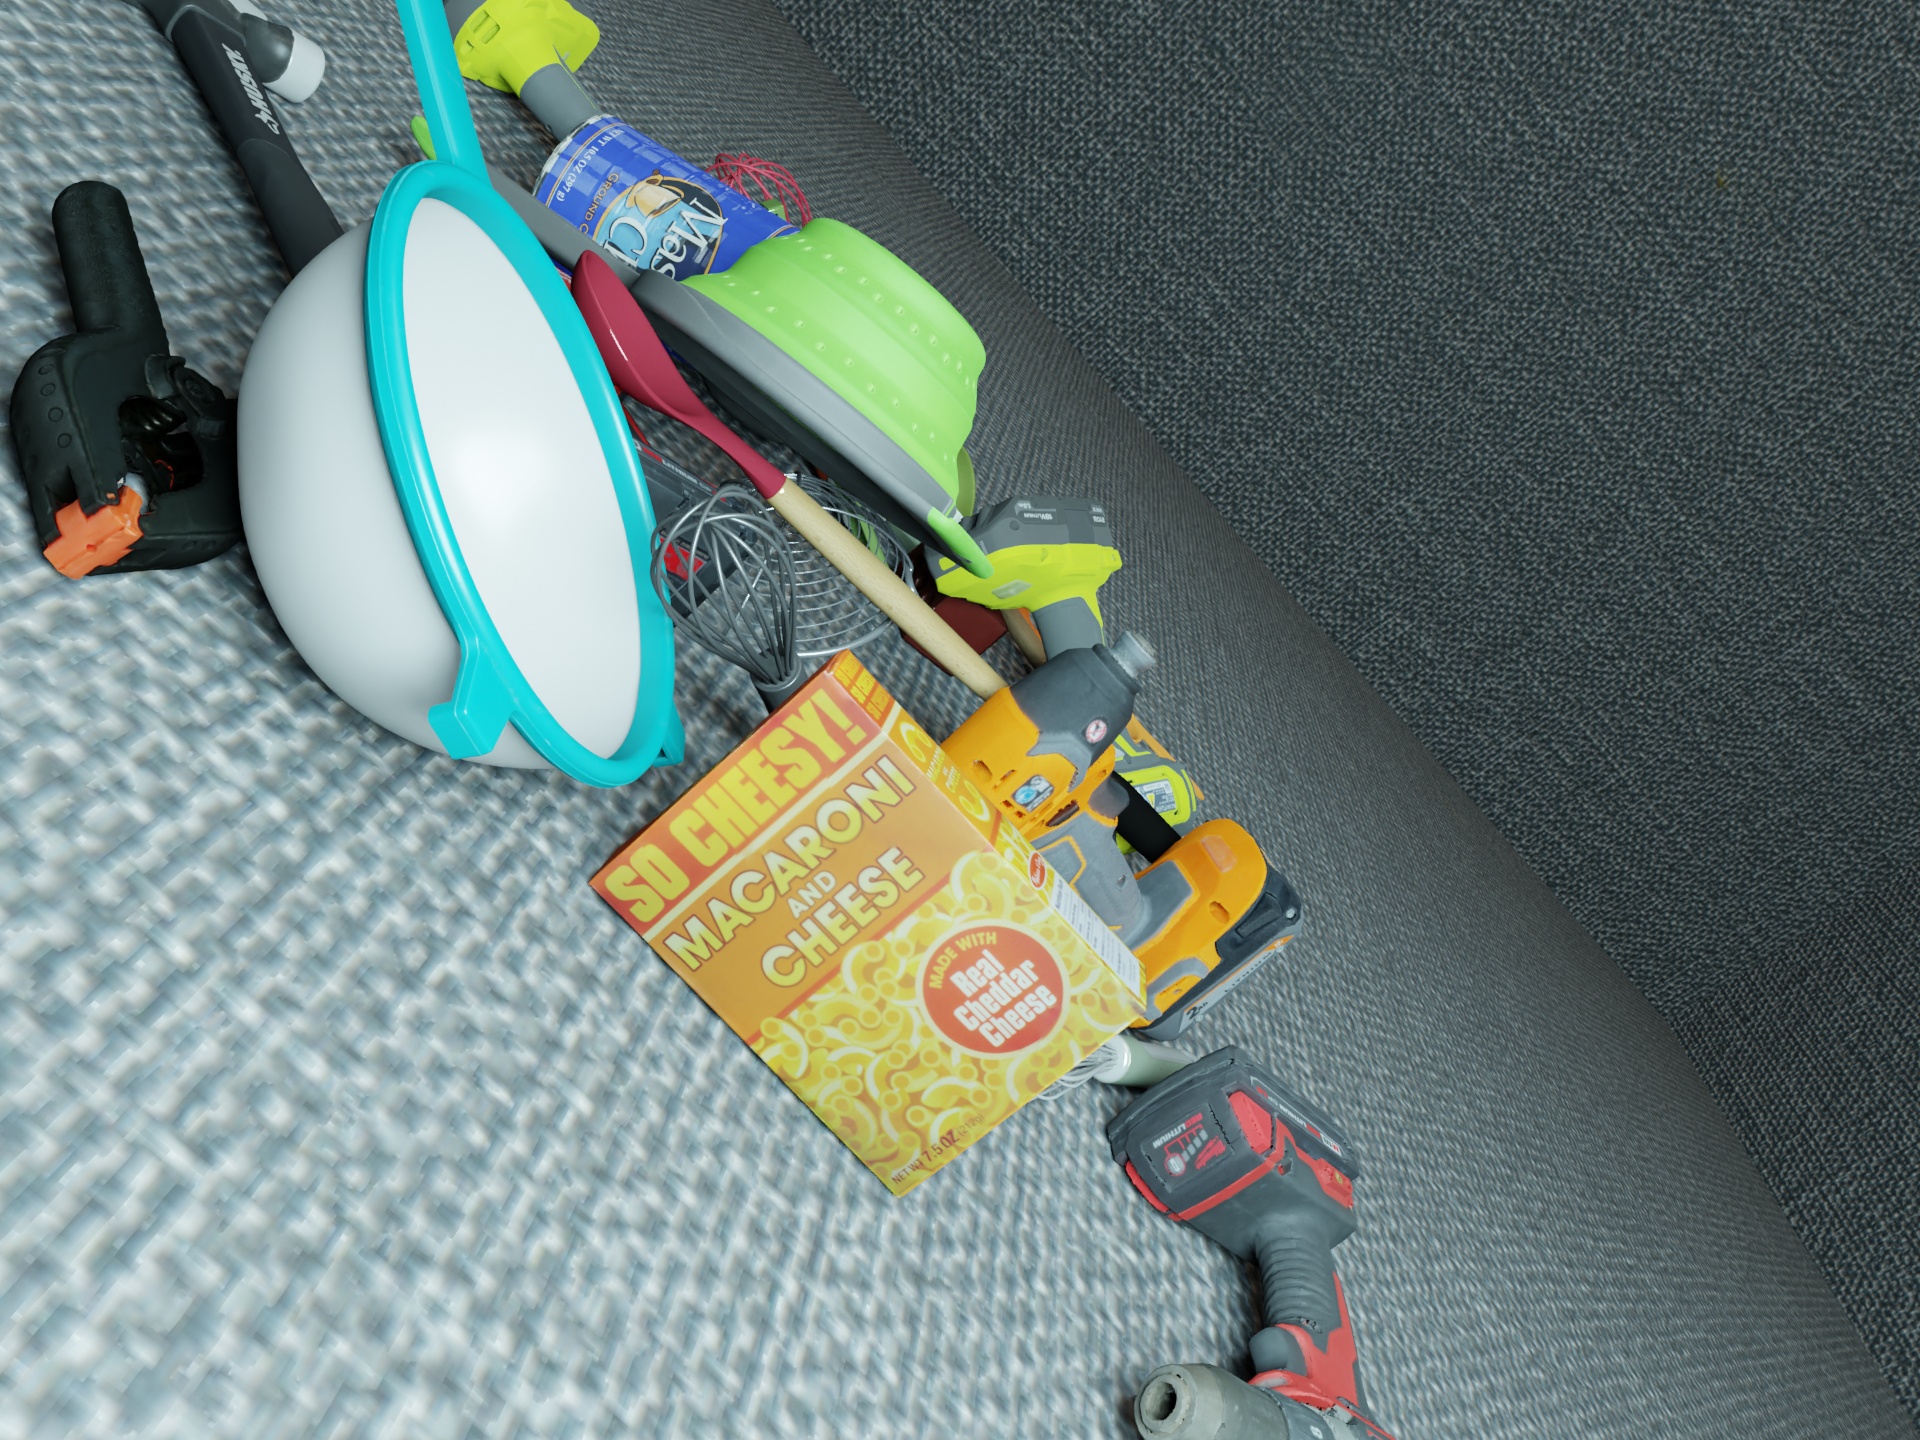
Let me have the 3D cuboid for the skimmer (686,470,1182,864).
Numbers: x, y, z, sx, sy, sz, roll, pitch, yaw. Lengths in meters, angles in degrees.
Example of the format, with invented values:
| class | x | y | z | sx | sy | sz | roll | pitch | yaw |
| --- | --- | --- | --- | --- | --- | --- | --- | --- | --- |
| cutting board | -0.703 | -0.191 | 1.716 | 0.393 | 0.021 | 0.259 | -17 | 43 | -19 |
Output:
| class | x | y | z | sx | sy | sz | roll | pitch | yaw |
| --- | --- | --- | --- | --- | --- | --- | --- | --- | --- |
| skimmer | -0.001 | -0.003 | 0.871 | 0.363 | 0.090 | 0.127 | 42 | 40 | -28 |

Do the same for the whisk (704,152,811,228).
| class | x | y | z | sx | sy | sz | roll | pitch | yaw |
| --- | --- | --- | --- | --- | --- | --- | --- | --- | --- |
| whisk | -0.122 | -0.317 | 1.171 | 0.073 | 0.073 | 0.295 | 57 | 0 | 20 |

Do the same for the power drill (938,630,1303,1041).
| class | x | y | z | sx | sy | sz | roll | pitch | yaw |
| --- | --- | --- | --- | --- | --- | --- | --- | --- | --- |
| power drill | 0.081 | 0.059 | 0.827 | 0.226 | 0.164 | 0.084 | 40 | 12 | -35 |

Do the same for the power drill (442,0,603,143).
| class | x | y | z | sx | sy | sz | roll | pitch | yaw |
| --- | --- | --- | --- | --- | --- | --- | --- | --- | --- |
| power drill | -0.250 | -0.411 | 1.120 | 0.228 | 0.080 | 0.190 | 53 | 18 | 1 |

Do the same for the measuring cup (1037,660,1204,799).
| class | x | y | z | sx | sy | sz | roll | pitch | yaw |
| --- | --- | --- | --- | --- | --- | --- | --- | --- | --- |
| measuring cup | 0.110 | 0.020 | 1.157 | 0.173 | 0.052 | 0.095 | 42 | 19 | -29 |

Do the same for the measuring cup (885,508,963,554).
| class | x | y | z | sx | sy | sz | roll | pitch | yaw |
| --- | --- | --- | --- | --- | --- | --- | --- | --- | --- |
| measuring cup | -0.028 | -0.148 | 1.085 | 0.083 | 0.038 | 0.167 | 45 | -11 | 25 |

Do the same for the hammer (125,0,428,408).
| class | x | y | z | sx | sy | sz | roll | pitch | yaw |
| --- | --- | --- | --- | --- | --- | --- | --- | --- | --- |
| hammer | -0.299 | -0.235 | 0.689 | 0.146 | 0.035 | 0.335 | 21 | 31 | -57 |

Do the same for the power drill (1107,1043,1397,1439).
| class | x | y | z | sx | sy | sz | roll | pitch | yaw |
| --- | --- | --- | --- | --- | --- | --- | --- | --- | --- |
| power drill | 0.129 | 0.256 | 0.696 | 0.187 | 0.080 | 0.227 | 39 | 24 | -29 |

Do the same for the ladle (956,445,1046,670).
| class | x | y | z | sx | sy | sz | roll | pitch | yaw |
| --- | --- | --- | --- | --- | --- | --- | --- | --- | --- |
| ladle | 0.054 | -0.075 | 1.208 | 0.320 | 0.062 | 0.078 | 56 | 33 | 9 |

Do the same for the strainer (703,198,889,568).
| class | x | y | z | sx | sy | sz | roll | pitch | yaw |
| --- | --- | --- | --- | --- | --- | --- | --- | --- | --- |
| strainer | -0.114 | -0.190 | 1.027 | 0.256 | 0.069 | 0.151 | 69 | -20 | 6 |

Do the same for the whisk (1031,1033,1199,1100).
| class | x | y | z | sx | sy | sz | roll | pitch | yaw |
| --- | --- | --- | --- | --- | --- | --- | --- | --- | --- |
| whisk | 0.069 | 0.164 | 0.782 | 0.058 | 0.059 | 0.246 | 28 | 0 | 32 |

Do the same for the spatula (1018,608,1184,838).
| class | x | y | z | sx | sy | sz | roll | pitch | yaw |
| --- | --- | --- | --- | --- | --- | --- | --- | --- | --- |
| spatula | 0.106 | -0.021 | 1.245 | 0.323 | 0.041 | 0.081 | 57 | 1 | 16 |

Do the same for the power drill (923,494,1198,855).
| class | x | y | z | sx | sy | sz | roll | pitch | yaw |
| --- | --- | --- | --- | --- | --- | --- | --- | --- | --- |
| power drill | 0.060 | -0.021 | 0.987 | 0.171 | 0.080 | 0.223 | -7 | 78 | -53 |

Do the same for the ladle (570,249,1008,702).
| class | x | y | z | sx | sy | sz | roll | pitch | yaw |
| --- | --- | --- | --- | --- | --- | --- | --- | --- | --- |
| ladle | -0.068 | -0.093 | 0.745 | 0.315 | 0.031 | 0.069 | 43 | 20 | -29 |

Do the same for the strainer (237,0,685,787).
| class | x | y | z | sx | sy | sz | roll | pitch | yaw |
| --- | --- | --- | --- | --- | --- | --- | --- | --- | --- |
| strainer | -0.195 | -0.132 | 0.544 | 0.211 | 0.095 | 0.340 | 17 | 58 | -82 |

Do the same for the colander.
| class | x | y | z | sx | sy | sz | roll | pitch | yaw |
| --- | --- | --- | --- | --- | --- | --- | --- | --- | --- |
| colander | -0.118 | -0.227 | 0.808 | 0.397 | 0.094 | 0.204 | 38 | 1 | 15 |

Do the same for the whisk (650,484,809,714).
| class | x | y | z | sx | sy | sz | roll | pitch | yaw |
| --- | --- | --- | --- | --- | --- | --- | --- | --- | --- |
| whisk | -0.078 | -0.018 | 0.673 | 0.055 | 0.055 | 0.238 | 61 | -6 | 30 |

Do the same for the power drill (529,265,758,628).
| class | x | y | z | sx | sy | sz | roll | pitch | yaw |
| --- | --- | --- | --- | --- | --- | --- | --- | --- | --- |
| power drill | -0.191 | -0.148 | 0.739 | 0.143 | 0.078 | 0.220 | 30 | 24 | -50 |
